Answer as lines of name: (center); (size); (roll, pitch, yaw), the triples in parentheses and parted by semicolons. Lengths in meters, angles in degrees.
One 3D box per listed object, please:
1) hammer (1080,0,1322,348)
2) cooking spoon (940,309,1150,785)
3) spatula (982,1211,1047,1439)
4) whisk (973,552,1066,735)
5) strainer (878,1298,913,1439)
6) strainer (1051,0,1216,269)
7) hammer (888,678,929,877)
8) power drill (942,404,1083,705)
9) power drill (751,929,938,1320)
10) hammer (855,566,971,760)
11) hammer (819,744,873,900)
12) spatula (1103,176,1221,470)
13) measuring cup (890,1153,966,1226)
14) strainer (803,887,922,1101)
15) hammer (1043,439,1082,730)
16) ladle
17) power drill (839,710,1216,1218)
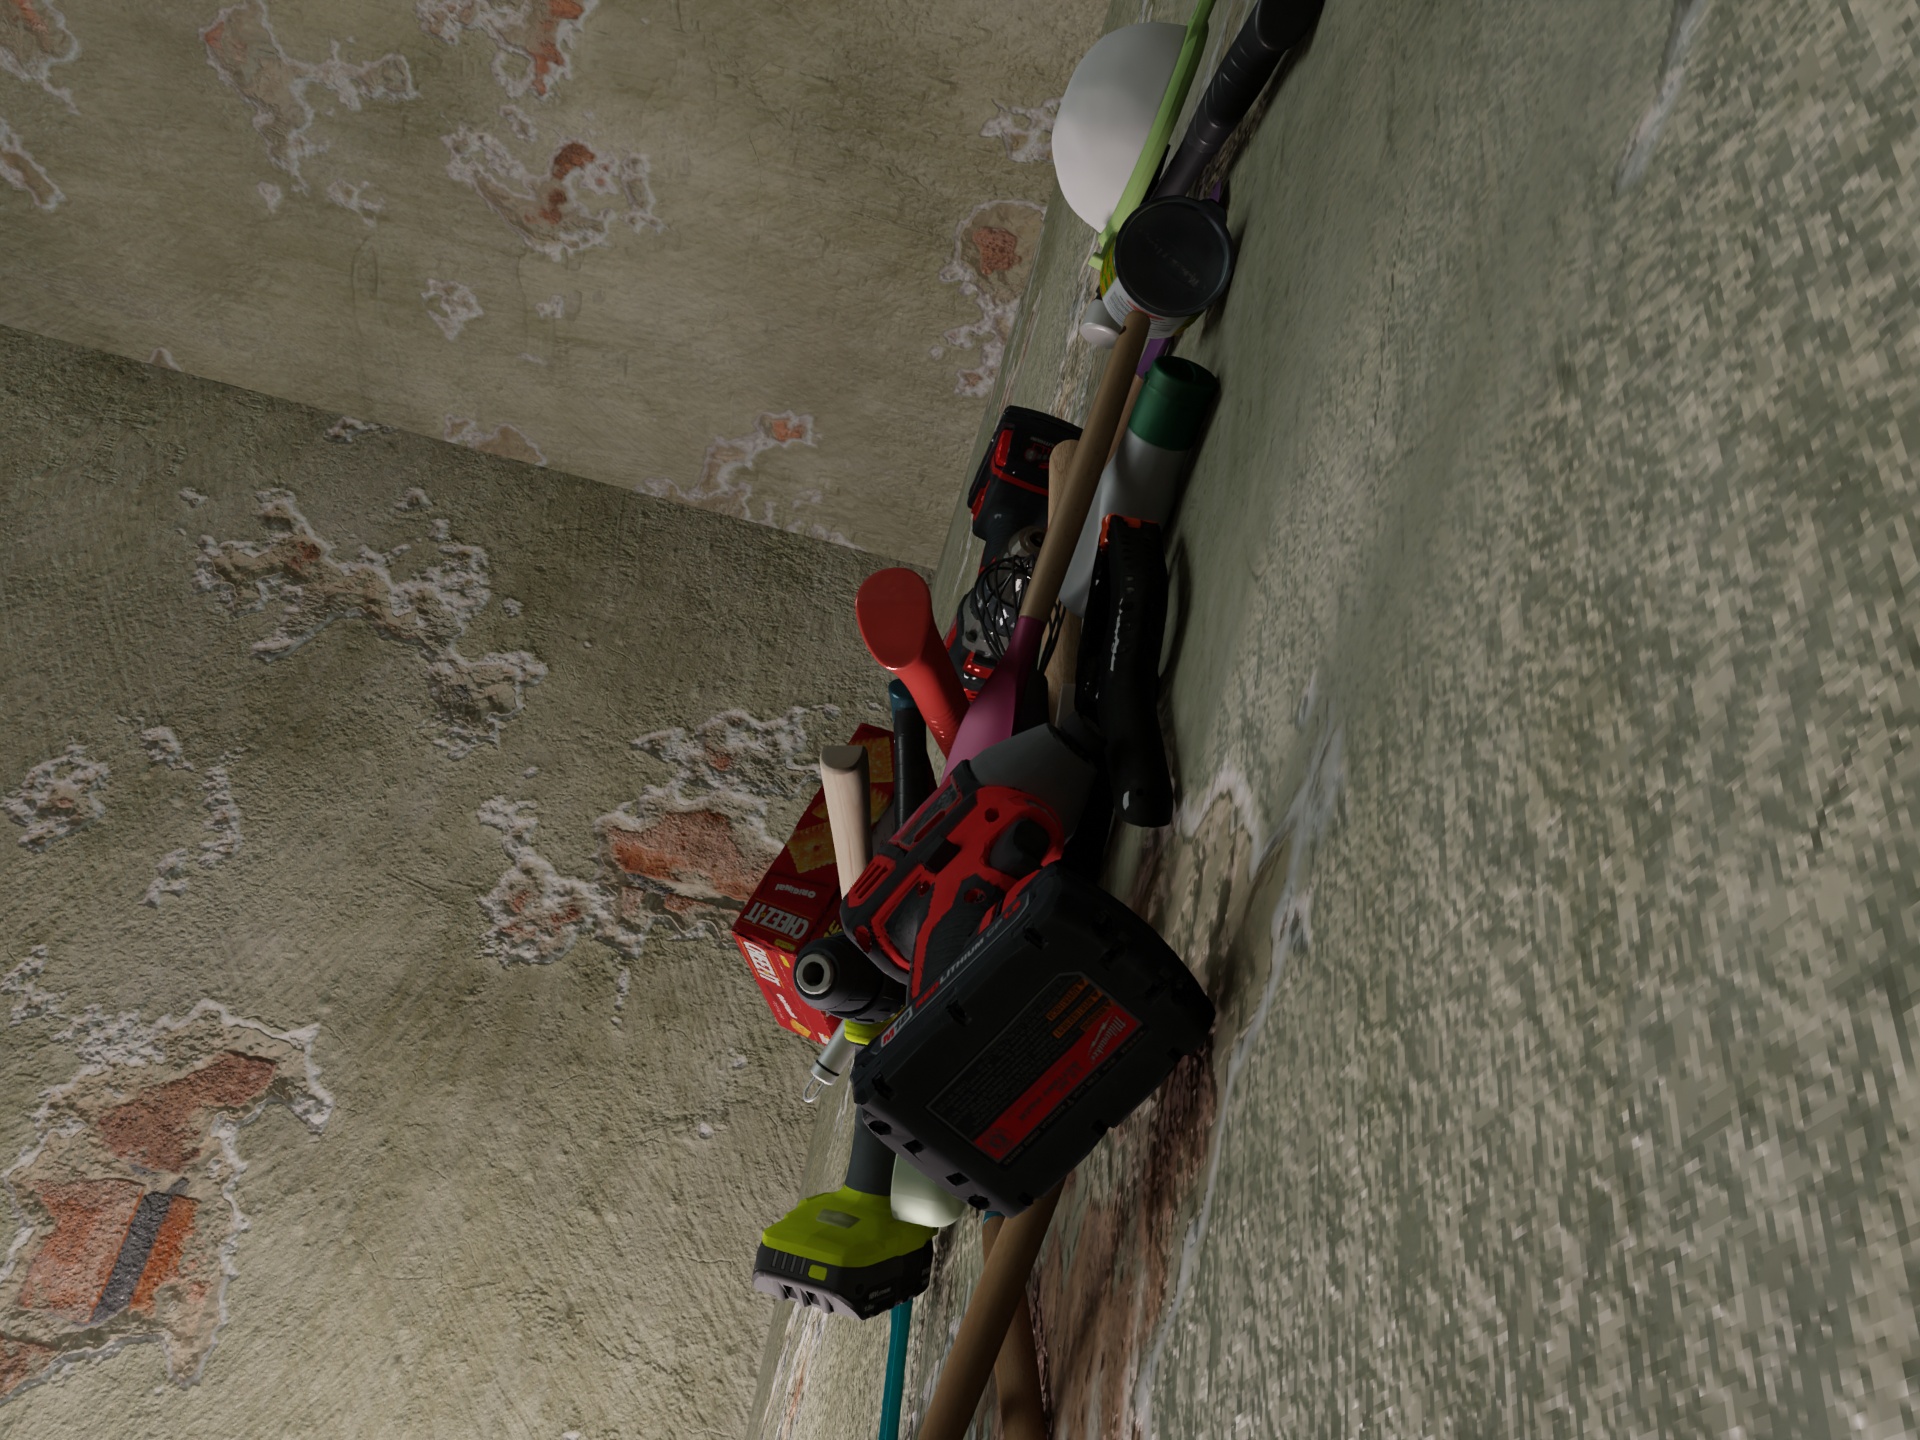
hammer: (0.145, -0.351, 0.962); (0.334, 0.035, 0.146); (137, 154, -78)
cooking spoon: (0.046, -0.074, 0.820); (0.069, 0.017, 0.319); (-11, 57, 63)
spatula: (0.009, 0.253, 0.727); (0.318, 0.044, 0.082); (-103, -6, -75)
whisk: (0.033, -0.020, 0.861); (0.239, 0.055, 0.055); (-89, 13, -52)
strainer: (-0.086, 0.465, 0.909); (0.341, 0.095, 0.210); (-83, 8, -49)
strainer: (0.114, -0.421, 0.983); (0.152, 0.069, 0.256); (-75, 7, -48)
hammer: (-0.033, 0.134, 1.174); (0.128, 0.033, 0.331); (-50, -41, -88)
power drill: (0.044, -0.138, 1.220); (0.187, 0.080, 0.227); (118, 169, -53)
power drill: (-0.060, 0.234, 0.969); (0.190, 0.080, 0.228); (20, -103, -67)
hammer: (-0.001, -0.003, 0.918); (0.358, 0.037, 0.149); (65, -155, -66)
hammer: (-0.070, 0.195, 1.197); (0.146, 0.038, 0.410); (-83, -9, -53)
spatula: (0.114, -0.206, 1.049); (0.060, 0.018, 0.315); (-76, 4, -47)
measuring cup: (0.003, 0.241, 0.966); (0.167, 0.038, 0.083); (-45, -37, -63)
strainer: (-0.036, 0.153, 1.094); (0.087, 0.050, 0.258); (30, 85, 48)
hammer: (0.064, -0.059, 0.999); (0.130, 0.031, 0.332); (111, 168, -49)
ladle: (-0.021, 0.293, 0.628); (0.078, 0.062, 0.320); (45, 123, 50)
power drill: (0.018, 0.078, 0.629); (0.143, 0.078, 0.220); (-46, 17, 9)
